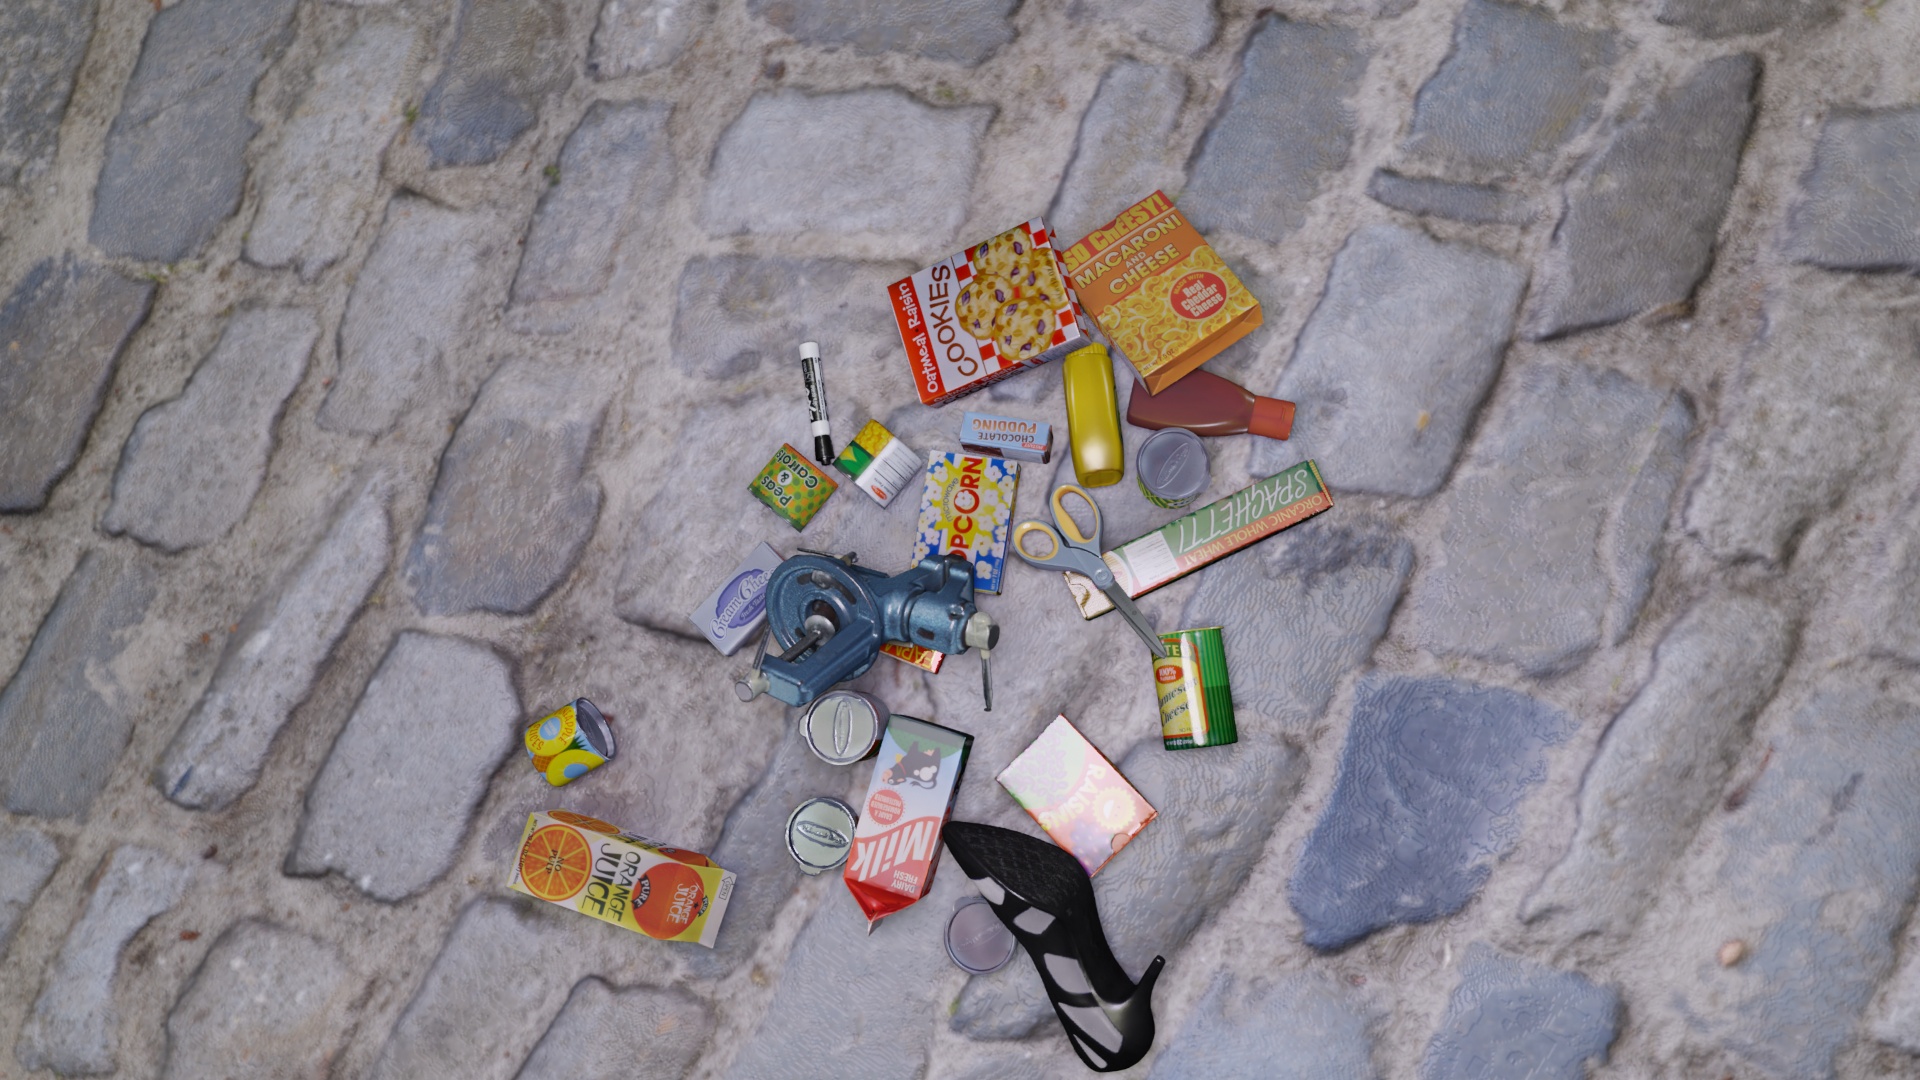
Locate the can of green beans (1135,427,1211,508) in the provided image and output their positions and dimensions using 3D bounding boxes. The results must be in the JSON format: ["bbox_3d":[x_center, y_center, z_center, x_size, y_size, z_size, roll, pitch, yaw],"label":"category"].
[{"bbox_3d":[0.194,-0.065,1.270,0.071,0.058,0.071,-1,82,7],"label":"can of green beans"}]

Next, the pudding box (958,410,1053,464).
[{"bbox_3d":[0.043,-0.096,1.297,0.084,0.049,0.030,9,82,8],"label":"pudding box"}]

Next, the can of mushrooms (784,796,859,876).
[{"bbox_3d":[-0.126,0.271,1.274,0.071,0.033,0.071,-1,82,6],"label":"can of mushrooms"}]

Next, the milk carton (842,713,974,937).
[{"bbox_3d":[-0.051,0.257,1.246,0.073,0.072,0.190,16,84,9],"label":"milk carton"}]

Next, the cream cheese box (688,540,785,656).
[{"bbox_3d":[-0.203,0.056,1.319,0.053,0.024,0.104,44,89,11],"label":"cream cheese box"}]

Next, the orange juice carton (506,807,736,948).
[{"bbox_3d":[-0.304,0.309,1.270,0.193,0.073,0.072,16,84,9],"label":"orange juice carton"}]

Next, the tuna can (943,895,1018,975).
[{"bbox_3d":[0.018,0.350,1.244,0.071,0.033,0.071,-1,82,7],"label":"tuna can"}]

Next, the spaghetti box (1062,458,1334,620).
[{"bbox_3d":[0.217,0.000,1.272,0.250,0.028,0.050,-25,80,3],"label":"spaghetti box"}]

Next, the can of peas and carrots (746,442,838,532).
[{"bbox_3d":[-0.158,-0.051,1.305,0.071,0.071,0.059,39,88,11],"label":"can of peas and carrots"}]

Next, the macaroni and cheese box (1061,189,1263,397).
[{"bbox_3d":[0.179,-0.231,1.280,0.124,0.040,0.167,-33,61,1],"label":"macaroni and cheese box"}]

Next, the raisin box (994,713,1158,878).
[{"bbox_3d":[0.104,0.228,1.248,0.086,0.040,0.123,-44,80,-1],"label":"raisin box"}]

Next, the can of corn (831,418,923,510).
[{"bbox_3d":[-0.079,-0.073,1.302,0.071,0.071,0.058,40,88,11],"label":"can of corn"}]

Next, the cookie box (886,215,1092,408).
[{"bbox_3d":[0.025,-0.211,1.299,0.167,0.040,0.123,-21,78,21],"label":"cookie box"}]

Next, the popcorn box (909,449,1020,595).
[{"bbox_3d":[0.005,-0.016,1.296,0.085,0.038,0.127,8,83,9],"label":"popcorn box"}]

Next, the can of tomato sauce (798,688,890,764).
[{"bbox_3d":[-0.102,0.169,1.260,0.071,0.083,0.071,-1,82,7],"label":"can of tomato sauce"}]

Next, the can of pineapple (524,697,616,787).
[{"bbox_3d":[-0.365,0.188,1.297,0.058,0.071,0.071,-29,80,3],"label":"can of pineapple"}]

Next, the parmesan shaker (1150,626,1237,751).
[{"bbox_3d":[0.209,0.132,1.233,0.071,0.071,0.103,-8,81,6],"label":"parmesan shaker"}]

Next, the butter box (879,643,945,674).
[{"bbox_3d":[-0.058,0.083,1.297,0.103,0.024,0.053,21,86,10],"label":"butter box"}]

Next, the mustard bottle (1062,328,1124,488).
[{"bbox_3d":[0.121,-0.132,1.287,0.049,0.065,0.160,-6,76,4],"label":"mustard bottle"}]

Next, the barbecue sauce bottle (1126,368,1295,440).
[{"bbox_3d":[0.231,-0.124,1.281,0.148,0.043,0.065,12,78,8],"label":"barbecue sauce bottle"}]
